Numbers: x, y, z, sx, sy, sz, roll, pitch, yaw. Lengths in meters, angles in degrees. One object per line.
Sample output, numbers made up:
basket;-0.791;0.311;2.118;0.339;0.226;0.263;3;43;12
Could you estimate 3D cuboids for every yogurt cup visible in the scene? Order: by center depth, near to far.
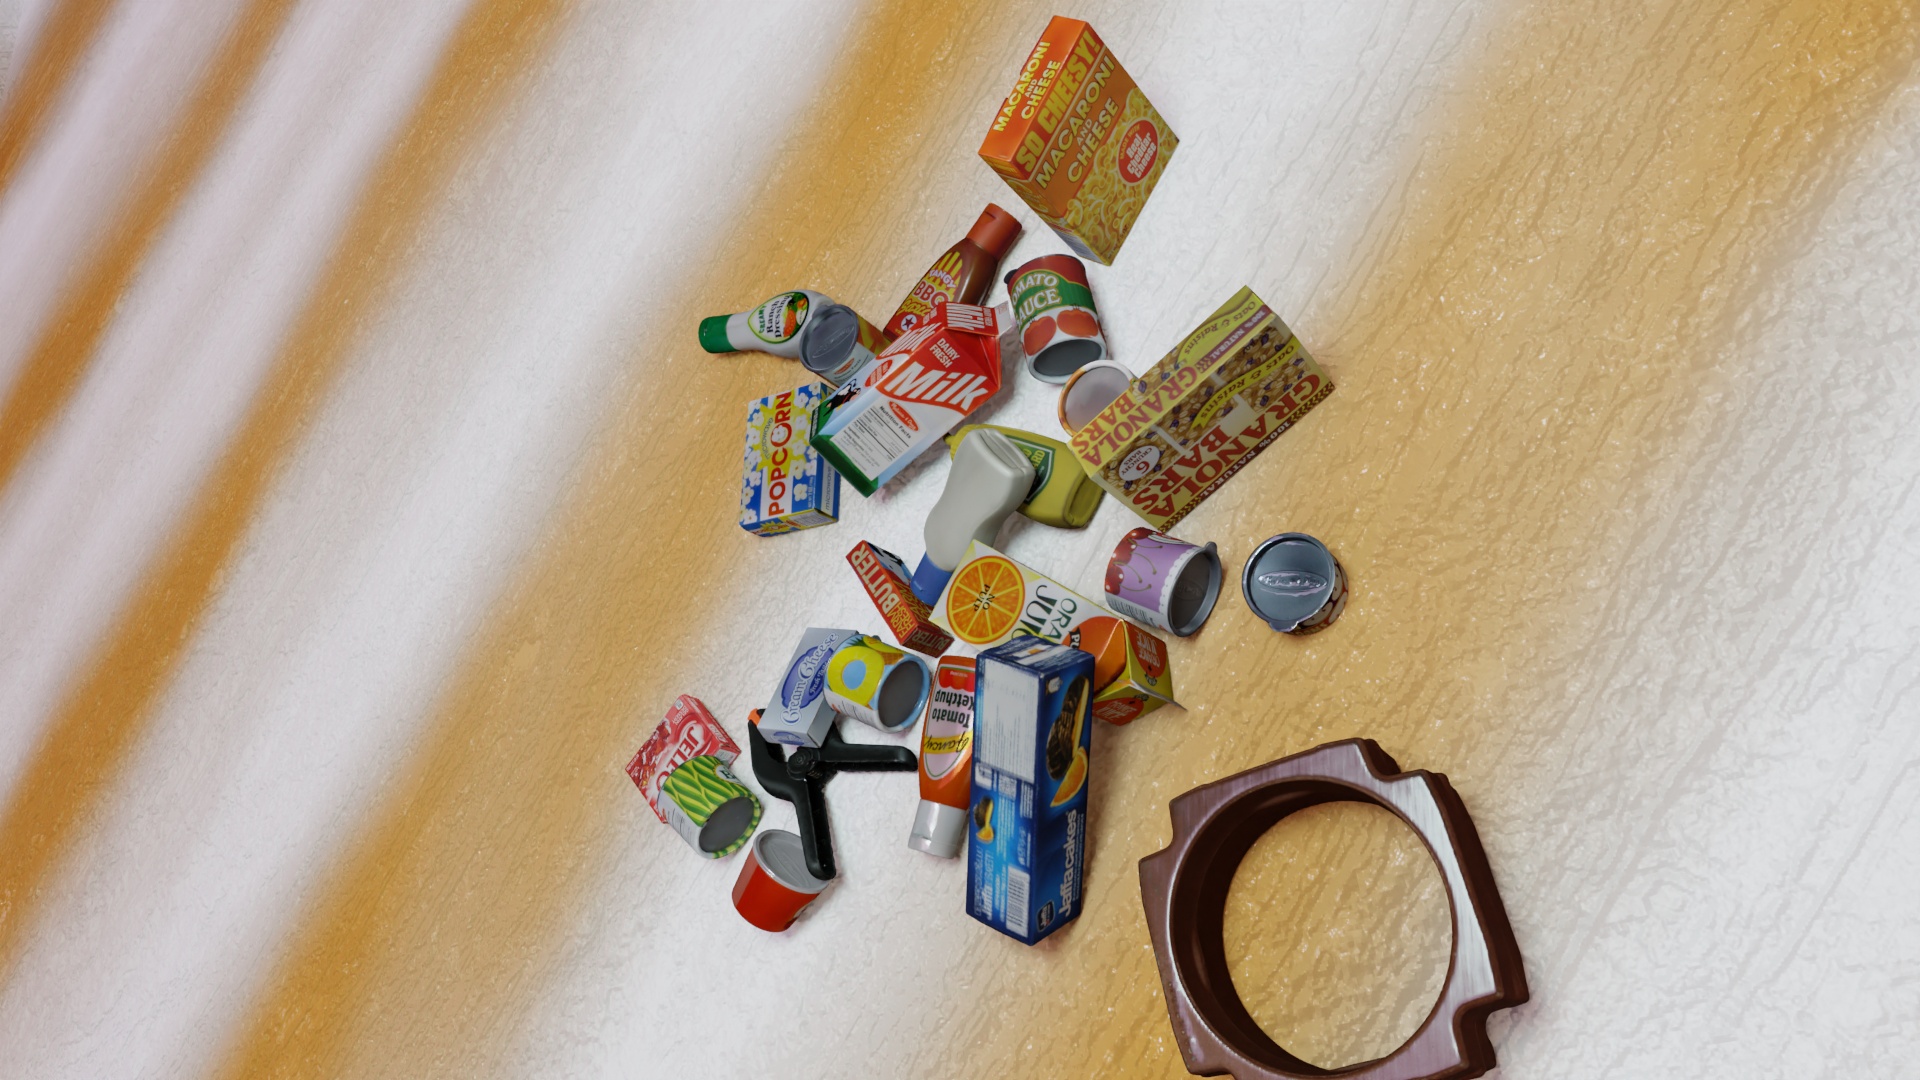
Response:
yogurt cup;-0.144;0.269;1.090;0.072;0.072;0.053;46;112;37

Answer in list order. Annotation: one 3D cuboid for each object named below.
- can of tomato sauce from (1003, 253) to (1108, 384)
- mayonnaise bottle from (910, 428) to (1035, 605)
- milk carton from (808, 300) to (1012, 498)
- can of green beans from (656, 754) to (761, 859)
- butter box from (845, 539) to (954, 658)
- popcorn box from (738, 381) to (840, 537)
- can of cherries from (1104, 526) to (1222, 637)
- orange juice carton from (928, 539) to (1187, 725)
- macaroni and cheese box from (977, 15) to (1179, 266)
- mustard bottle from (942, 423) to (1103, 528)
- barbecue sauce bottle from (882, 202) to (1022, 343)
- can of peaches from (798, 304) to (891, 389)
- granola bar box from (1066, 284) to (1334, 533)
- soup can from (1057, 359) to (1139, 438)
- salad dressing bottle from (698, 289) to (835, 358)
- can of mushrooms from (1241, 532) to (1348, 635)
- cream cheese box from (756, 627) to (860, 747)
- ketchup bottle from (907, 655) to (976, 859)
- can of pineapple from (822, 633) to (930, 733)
can of tomato sauce;0.077;-0.178;1.119;0.071;0.071;0.083;-25;60;24
mayonnaise bottle;0.004;-0.014;1.084;0.065;0.041;0.147;49;128;29
milk carton;-0.032;-0.129;1.154;0.190;0.073;0.072;-38;23;16
can of green beans;-0.208;0.221;1.151;0.058;0.071;0.071;34;92;37
butter box;-0.049;0.047;1.123;0.024;0.053;0.104;-45;53;14
popcorn box;-0.151;-0.072;1.247;0.085;0.038;0.127;-12;65;30
can of cherries;0.146;0.027;0.994;0.058;0.071;0.071;21;84;39
orange juice carton;0.076;0.075;1.017;0.193;0.071;0.073;28;89;38
macaroni and cheese box;0.096;-0.312;1.098;0.040;0.166;0.123;27;88;38
mustard bottle;0.039;-0.060;1.109;0.160;0.049;0.065;24;89;37
barbecue sauce bottle;-0.003;-0.222;1.206;0.065;0.043;0.148;39;94;38
can of peaches;-0.102;-0.171;1.242;0.071;0.058;0.071;-13;65;30
granola bar box;0.172;-0.089;0.986;0.165;0.124;0.039;-42;54;13
soup can;0.119;-0.088;1.046;0.071;0.083;0.071;-12;66;30
salad dressing bottle;-0.183;-0.201;1.317;0.147;0.044;0.064;-2;72;33
can of mushrooms;0.230;0.033;0.956;0.071;0.033;0.071;-12;65;29
cream cheese box;-0.121;0.119;1.136;0.053;0.024;0.104;0;50;30
ketchup bottle;-0.003;0.164;1.053;0.064;0.043;0.149;6;75;37
can of pineapple;-0.065;0.112;1.100;0.058;0.071;0.071;18;82;37
